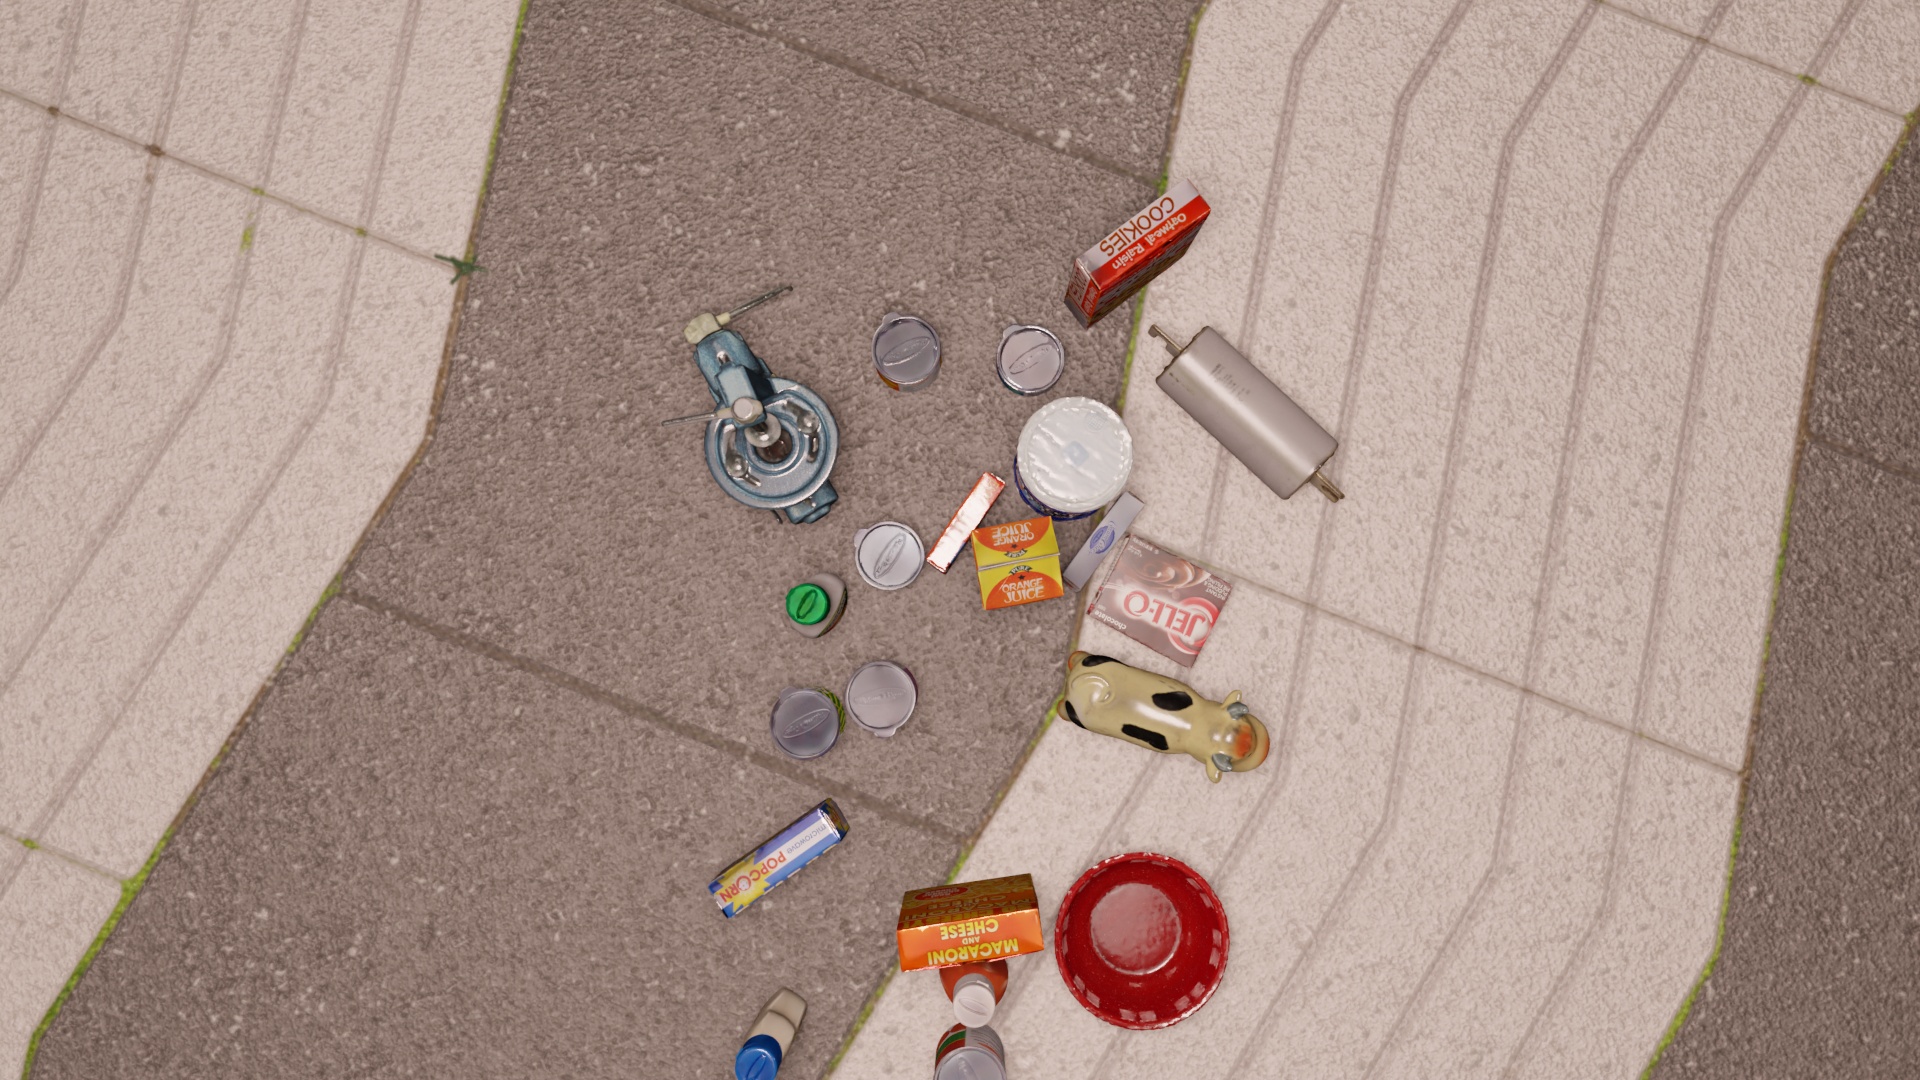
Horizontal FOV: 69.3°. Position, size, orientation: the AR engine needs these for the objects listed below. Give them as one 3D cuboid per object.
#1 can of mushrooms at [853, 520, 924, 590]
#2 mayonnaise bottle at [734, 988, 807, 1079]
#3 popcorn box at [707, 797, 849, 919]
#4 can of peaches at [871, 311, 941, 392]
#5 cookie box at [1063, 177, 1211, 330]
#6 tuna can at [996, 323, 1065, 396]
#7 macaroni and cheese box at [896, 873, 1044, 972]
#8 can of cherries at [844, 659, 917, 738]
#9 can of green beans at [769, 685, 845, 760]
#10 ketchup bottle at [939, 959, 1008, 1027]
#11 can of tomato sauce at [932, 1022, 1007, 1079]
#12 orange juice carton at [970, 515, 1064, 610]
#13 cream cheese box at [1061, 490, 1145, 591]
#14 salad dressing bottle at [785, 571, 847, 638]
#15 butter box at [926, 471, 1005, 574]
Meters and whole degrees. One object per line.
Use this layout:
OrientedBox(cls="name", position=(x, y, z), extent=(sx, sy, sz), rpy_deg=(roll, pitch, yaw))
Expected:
OrientedBox(cls="can of mushrooms", position=(-0.069, 0.013, 1.331), extent=(0.071, 0.033, 0.071), rpy_deg=(0, 86, 0))
OrientedBox(cls="mayonnaise bottle", position=(-0.172, 0.451, 1.246), extent=(0.041, 0.148, 0.065), rpy_deg=(33, 88, 2))
OrientedBox(cls="popcorn box", position=(-0.166, 0.292, 1.288), extent=(0.127, 0.085, 0.038), rpy_deg=(-35, 87, -2))
OrientedBox(cls="can of peaches", position=(-0.052, -0.180, 1.331), extent=(0.071, 0.058, 0.071), rpy_deg=(0, 87, 0))
OrientedBox(cls="cookie box", position=(0.160, -0.259, 1.280), extent=(0.123, 0.167, 0.040), rpy_deg=(-37, 87, -2))
OrientedBox(cls="tuna can", position=(0.066, -0.175, 1.343), extent=(0.071, 0.033, 0.071), rpy_deg=(0, 86, 0))
OrientedBox(cls="macaroni and cheese box", position=(0.009, 0.340, 1.243), extent=(0.124, 0.166, 0.040), rpy_deg=(-9, 87, 0))
OrientedBox(cls="can of cherries", position=(-0.074, 0.148, 1.310), extent=(0.071, 0.058, 0.071), rpy_deg=(0, 87, 0))
OrientedBox(cls="can of green beans", position=(-0.143, 0.171, 1.309), extent=(0.071, 0.058, 0.071), rpy_deg=(0, 87, 0))
OrientedBox(cls="ketchup bottle", position=(0.012, 0.397, 1.248), extent=(0.065, 0.149, 0.043), rpy_deg=(24, 87, 2))
OrientedBox(cls="can of tomato sauce", position=(0.007, 0.487, 1.276), extent=(0.071, 0.083, 0.071), rpy_deg=(0, 87, 0))
OrientedBox(cls="orange juice carton", position=(0.050, 0.022, 1.250), extent=(0.072, 0.192, 0.073), rpy_deg=(-10, 87, 0))
OrientedBox(cls="cream cheese box", position=(0.134, 0.001, 1.321), extent=(0.024, 0.053, 0.104), rpy_deg=(37, 87, 2))
OrientedBox(cls="salad dressing bottle", position=(-0.133, 0.059, 1.271), extent=(0.044, 0.147, 0.064), rpy_deg=(30, 88, 2))
OrientedBox(cls="butter box", position=(0.005, -0.017, 1.323), extent=(0.024, 0.053, 0.103), rpy_deg=(34, 87, 2))
